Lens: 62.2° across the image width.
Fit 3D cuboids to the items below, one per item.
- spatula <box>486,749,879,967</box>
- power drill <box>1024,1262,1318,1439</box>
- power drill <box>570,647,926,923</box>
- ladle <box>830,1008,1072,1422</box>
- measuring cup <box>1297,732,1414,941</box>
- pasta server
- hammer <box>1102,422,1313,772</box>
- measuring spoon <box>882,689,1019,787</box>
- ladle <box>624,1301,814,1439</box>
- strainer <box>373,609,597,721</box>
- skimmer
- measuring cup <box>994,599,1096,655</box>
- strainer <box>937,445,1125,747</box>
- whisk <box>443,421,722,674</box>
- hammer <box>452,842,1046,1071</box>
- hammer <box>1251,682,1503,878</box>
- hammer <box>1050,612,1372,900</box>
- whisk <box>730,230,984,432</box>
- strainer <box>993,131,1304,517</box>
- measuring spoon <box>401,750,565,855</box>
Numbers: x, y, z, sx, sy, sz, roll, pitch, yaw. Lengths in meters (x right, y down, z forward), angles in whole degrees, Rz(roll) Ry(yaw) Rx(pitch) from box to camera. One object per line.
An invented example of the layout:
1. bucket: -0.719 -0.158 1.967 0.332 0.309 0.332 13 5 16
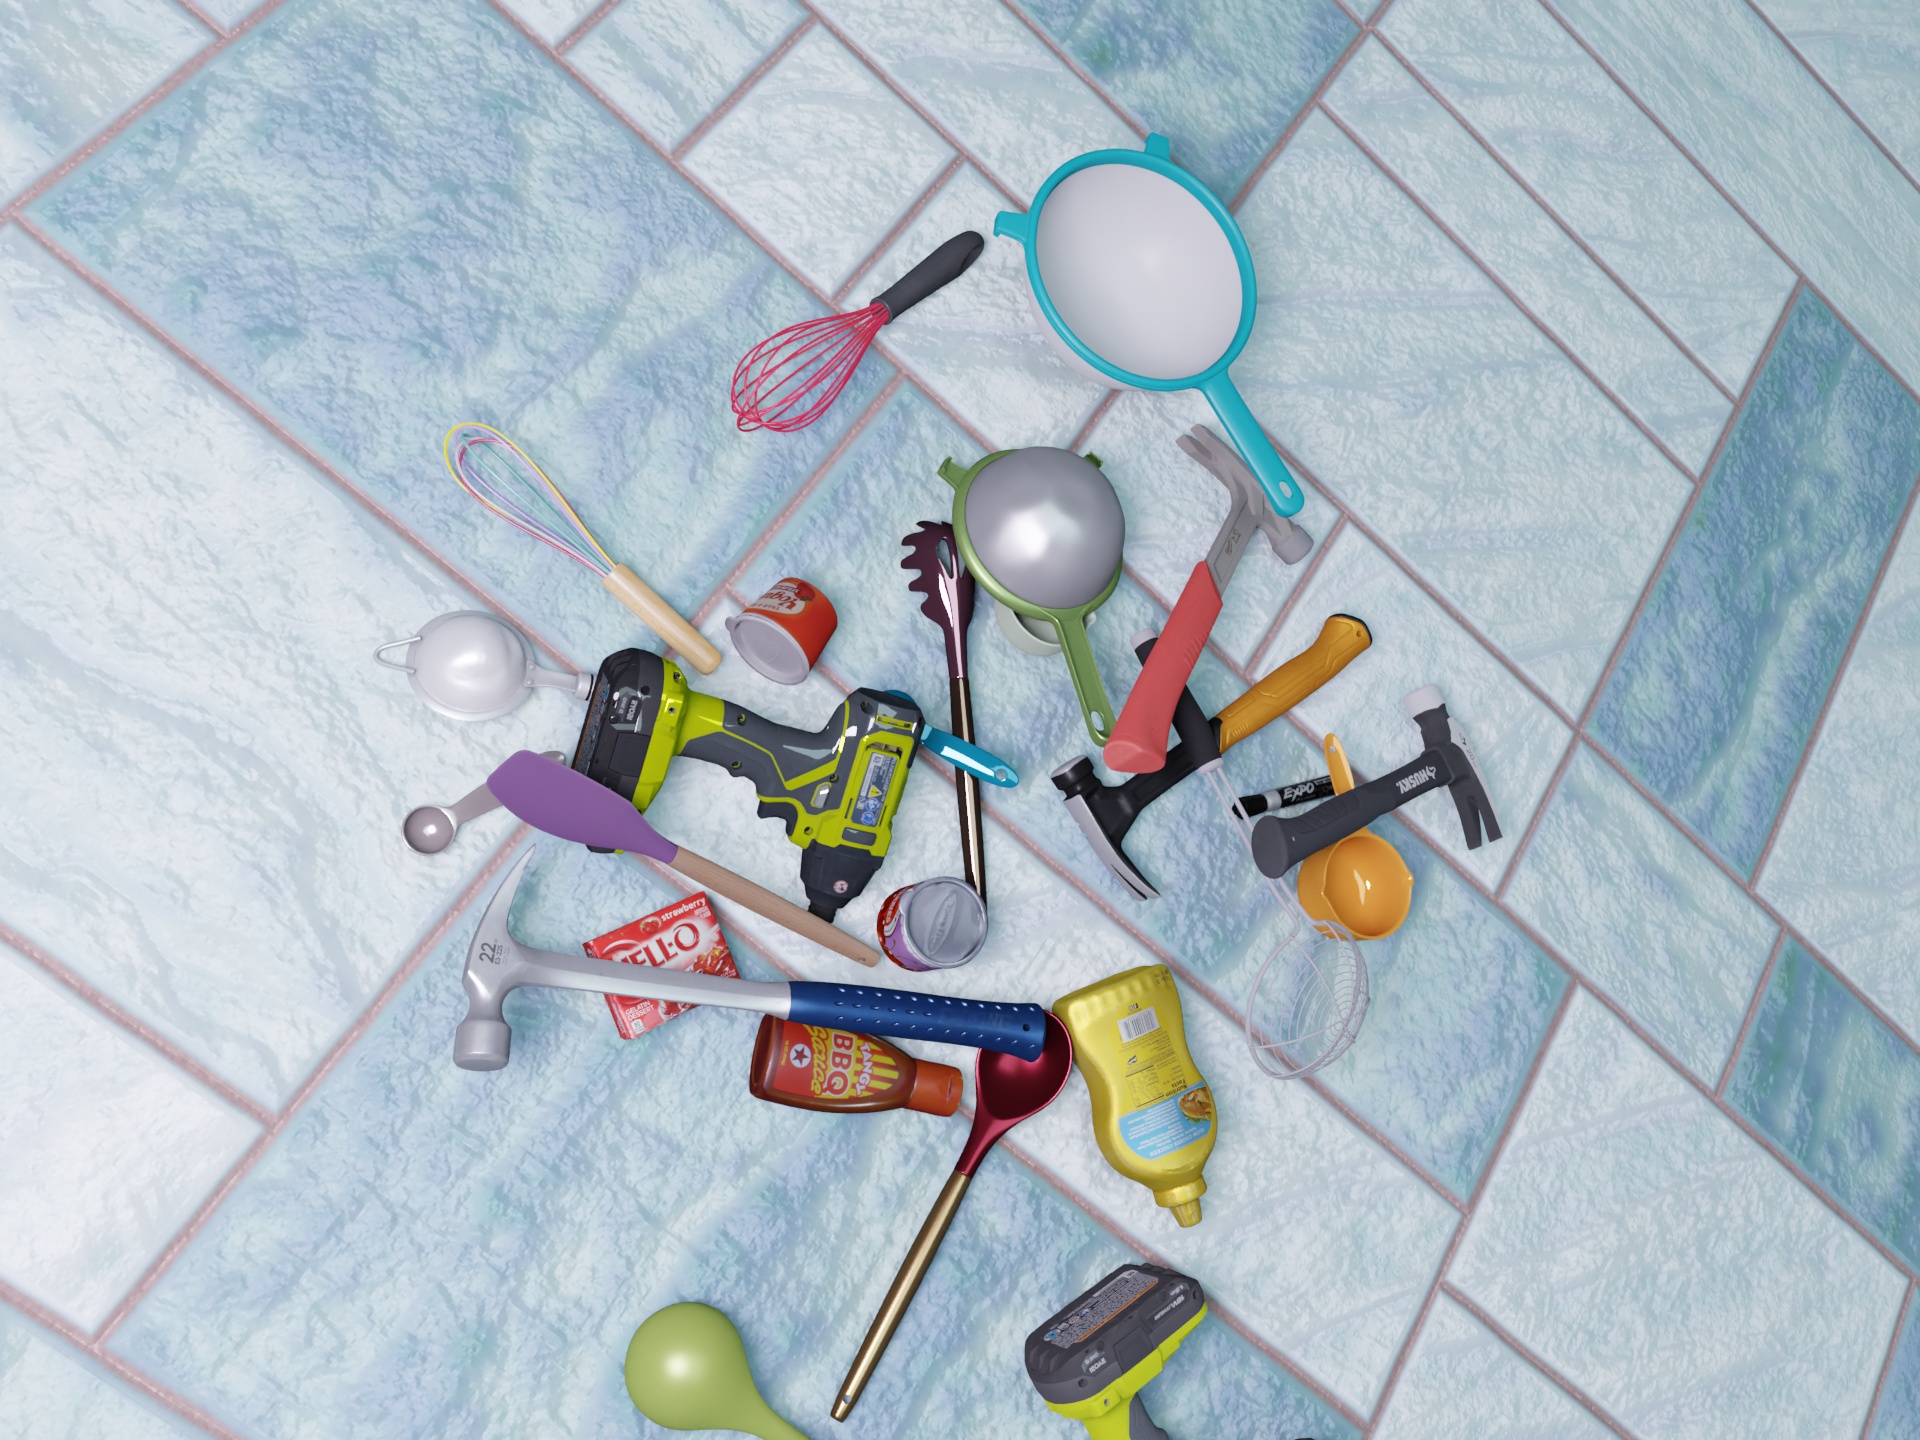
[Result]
1. spatula: -0.175 0.102 1.065 0.315 0.059 0.018 32 33 -32
2. power drill: 0.162 0.516 1.149 0.190 0.080 0.228 -27 93 -27
3. power drill: -0.150 0.046 1.102 0.223 0.080 0.171 14 100 -22
4. ladle: -0.009 0.349 1.136 0.069 0.031 0.315 27 69 9
5. measuring cup: 0.315 0.099 1.327 0.095 0.052 0.174 -6 78 -25
6. pasta server: -0.002 -0.004 1.225 0.060 0.040 0.316 -2 83 -25
7. hammer: 0.181 -0.092 1.263 0.149 0.036 0.359 42 47 -11
8. measuring spoon: -0.013 0.017 1.192 0.128 0.021 0.042 28 86 3
9. ladle: -0.090 0.495 1.066 0.320 0.062 0.078 41 74 -18
10. strainer: -0.269 -0.028 1.103 0.258 0.050 0.087 13 58 -24
11. skimmer: 0.210 0.101 1.251 0.127 0.090 0.363 -18 74 -32
12. measuring cup: 0.070 -0.127 1.281 0.083 0.038 0.168 19 61 -18
13. strainer: 0.087 -0.108 1.216 0.151 0.069 0.256 -7 71 -29
14. whisk: -0.266 -0.118 1.128 0.245 0.051 0.047 43 86 -14
15. hammer: -0.127 0.182 1.075 0.405 0.035 0.144 12 60 -24
16. hammer: 0.336 0.070 1.288 0.334 0.035 0.146 -18 80 -47
17. hammer: 0.229 0.011 1.318 0.337 0.034 0.127 -34 92 -27
18. whisk: -0.075 -0.311 1.246 0.073 0.073 0.296 49 59 -7
19. strainer: 0.169 -0.305 1.330 0.211 0.095 0.340 -35 93 -25
20. measuring spoon: -0.322 0.054 1.076 0.124 0.018 0.034 -33 92 -33
